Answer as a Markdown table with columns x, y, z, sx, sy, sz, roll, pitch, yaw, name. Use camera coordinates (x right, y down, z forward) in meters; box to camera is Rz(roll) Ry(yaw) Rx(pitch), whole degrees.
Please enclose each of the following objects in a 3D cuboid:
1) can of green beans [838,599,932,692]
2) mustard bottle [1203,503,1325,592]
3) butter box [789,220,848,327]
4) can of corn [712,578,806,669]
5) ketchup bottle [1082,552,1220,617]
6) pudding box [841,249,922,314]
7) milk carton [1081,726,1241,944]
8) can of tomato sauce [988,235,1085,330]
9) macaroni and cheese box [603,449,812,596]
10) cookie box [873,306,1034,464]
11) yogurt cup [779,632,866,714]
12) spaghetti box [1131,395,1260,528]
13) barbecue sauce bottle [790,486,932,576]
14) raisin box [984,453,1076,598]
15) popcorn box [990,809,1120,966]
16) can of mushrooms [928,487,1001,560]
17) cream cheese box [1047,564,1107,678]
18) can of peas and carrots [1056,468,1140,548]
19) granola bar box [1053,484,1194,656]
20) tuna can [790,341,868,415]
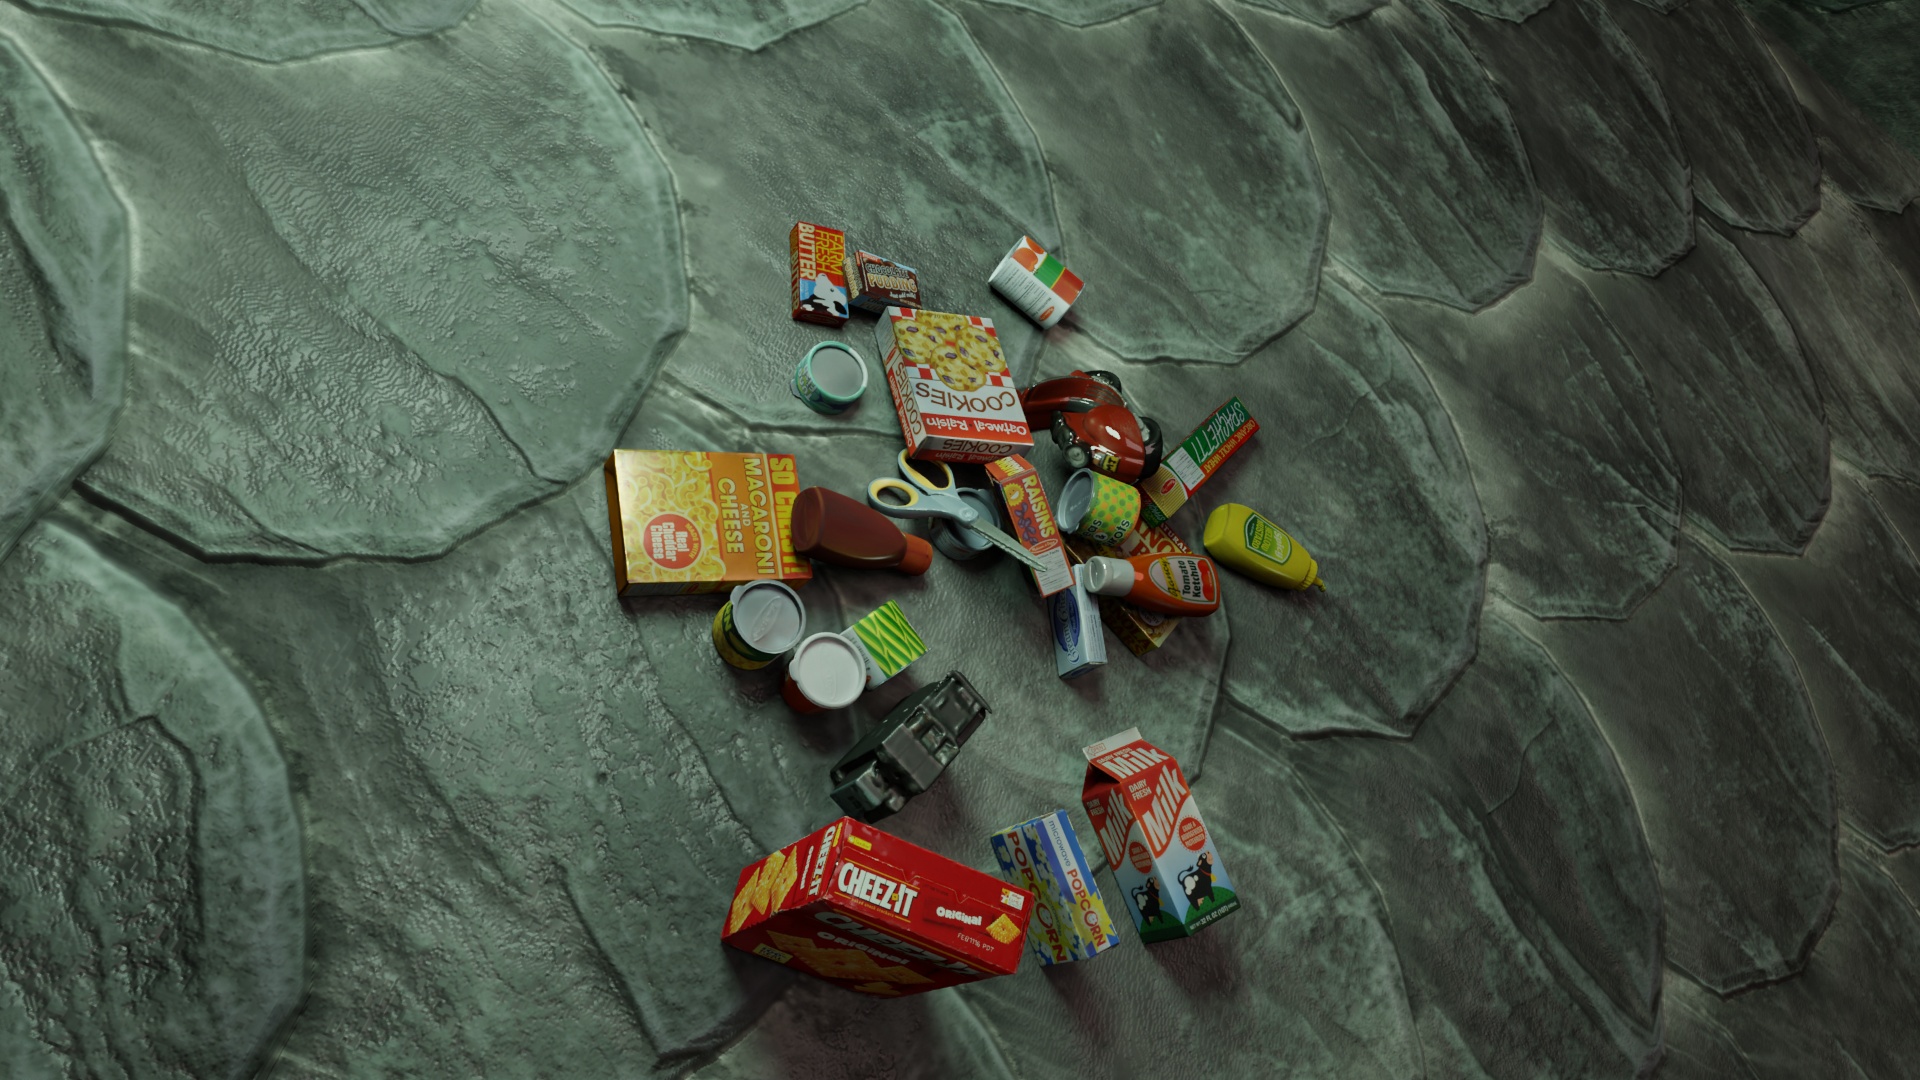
| x | y | z | sx | sy | sz | roll | pitch | yaw | name |
| --- | --- | --- | --- | --- | --- | --- | --- | --- | --- |
| -0.071 | 0.094 | 1.250 | 0.071 | 0.071 | 0.058 | -33 | 87 | -36 | can of green beans |
| 0.344 | 0.017 | 1.533 | 0.160 | 0.048 | 0.065 | 27 | 60 | -17 | mustard bottle |
| -0.142 | -0.266 | 1.392 | 0.053 | 0.024 | 0.104 | 7 | 66 | -28 | butter box |
| -0.177 | 0.072 | 1.202 | 0.071 | 0.058 | 0.071 | 12 | 64 | -25 | can of corn |
| 0.190 | 0.041 | 1.380 | 0.149 | 0.043 | 0.065 | 7 | 65 | -33 | ketchup bottle |
| -0.079 | -0.258 | 1.406 | 0.084 | 0.030 | 0.050 | 10 | 63 | -49 | pudding box |
| 0.180 | 0.274 | 1.311 | 0.072 | 0.073 | 0.191 | -16 | 77 | -34 | milk carton |
| 0.082 | -0.279 | 1.502 | 0.083 | 0.071 | 0.071 | 37 | 56 | -10 | can of tomato sauce |
| -0.222 | -0.016 | 1.226 | 0.167 | 0.040 | 0.124 | 0 | 70 | -30 | macaroni and cheese box |
| -0.008 | -0.154 | 1.390 | 0.123 | 0.040 | 0.168 | 2 | 55 | -30 | cookie box |
| -0.123 | 0.120 | 1.215 | 0.072 | 0.053 | 0.072 | 12 | 64 | -26 | yogurt cup |
| 0.258 | -0.090 | 1.517 | 0.050 | 0.028 | 0.251 | 52 | 44 | -1 | spaghetti box |
| -0.087 | -0.001 | 1.269 | 0.148 | 0.043 | 0.065 | 20 | 56 | -45 | barbecue sauce bottle |
| 0.066 | -0.015 | 1.339 | 0.040 | 0.086 | 0.123 | -21 | 105 | -3 | raisin box |
| 0.082 | 0.309 | 1.232 | 0.038 | 0.085 | 0.127 | -16 | 78 | -33 | popcorn box |
| 0.005 | -0.017 | 1.362 | 0.071 | 0.033 | 0.071 | 12 | 64 | -25 | can of mushrooms |
| 0.114 | 0.080 | 1.370 | 0.024 | 0.053 | 0.104 | 5 | 67 | -30 | cream cheese box |
| 0.137 | -0.029 | 1.374 | 0.059 | 0.070 | 0.071 | 19 | 61 | -22 | can of peas and carrots |
| 0.170 | 0.019 | 1.438 | 0.165 | 0.039 | 0.125 | 48 | 54 | -4 | granola bar box |
| -0.127 | -0.158 | 1.347 | 0.071 | 0.032 | 0.071 | 12 | 63 | -26 | tuna can |
